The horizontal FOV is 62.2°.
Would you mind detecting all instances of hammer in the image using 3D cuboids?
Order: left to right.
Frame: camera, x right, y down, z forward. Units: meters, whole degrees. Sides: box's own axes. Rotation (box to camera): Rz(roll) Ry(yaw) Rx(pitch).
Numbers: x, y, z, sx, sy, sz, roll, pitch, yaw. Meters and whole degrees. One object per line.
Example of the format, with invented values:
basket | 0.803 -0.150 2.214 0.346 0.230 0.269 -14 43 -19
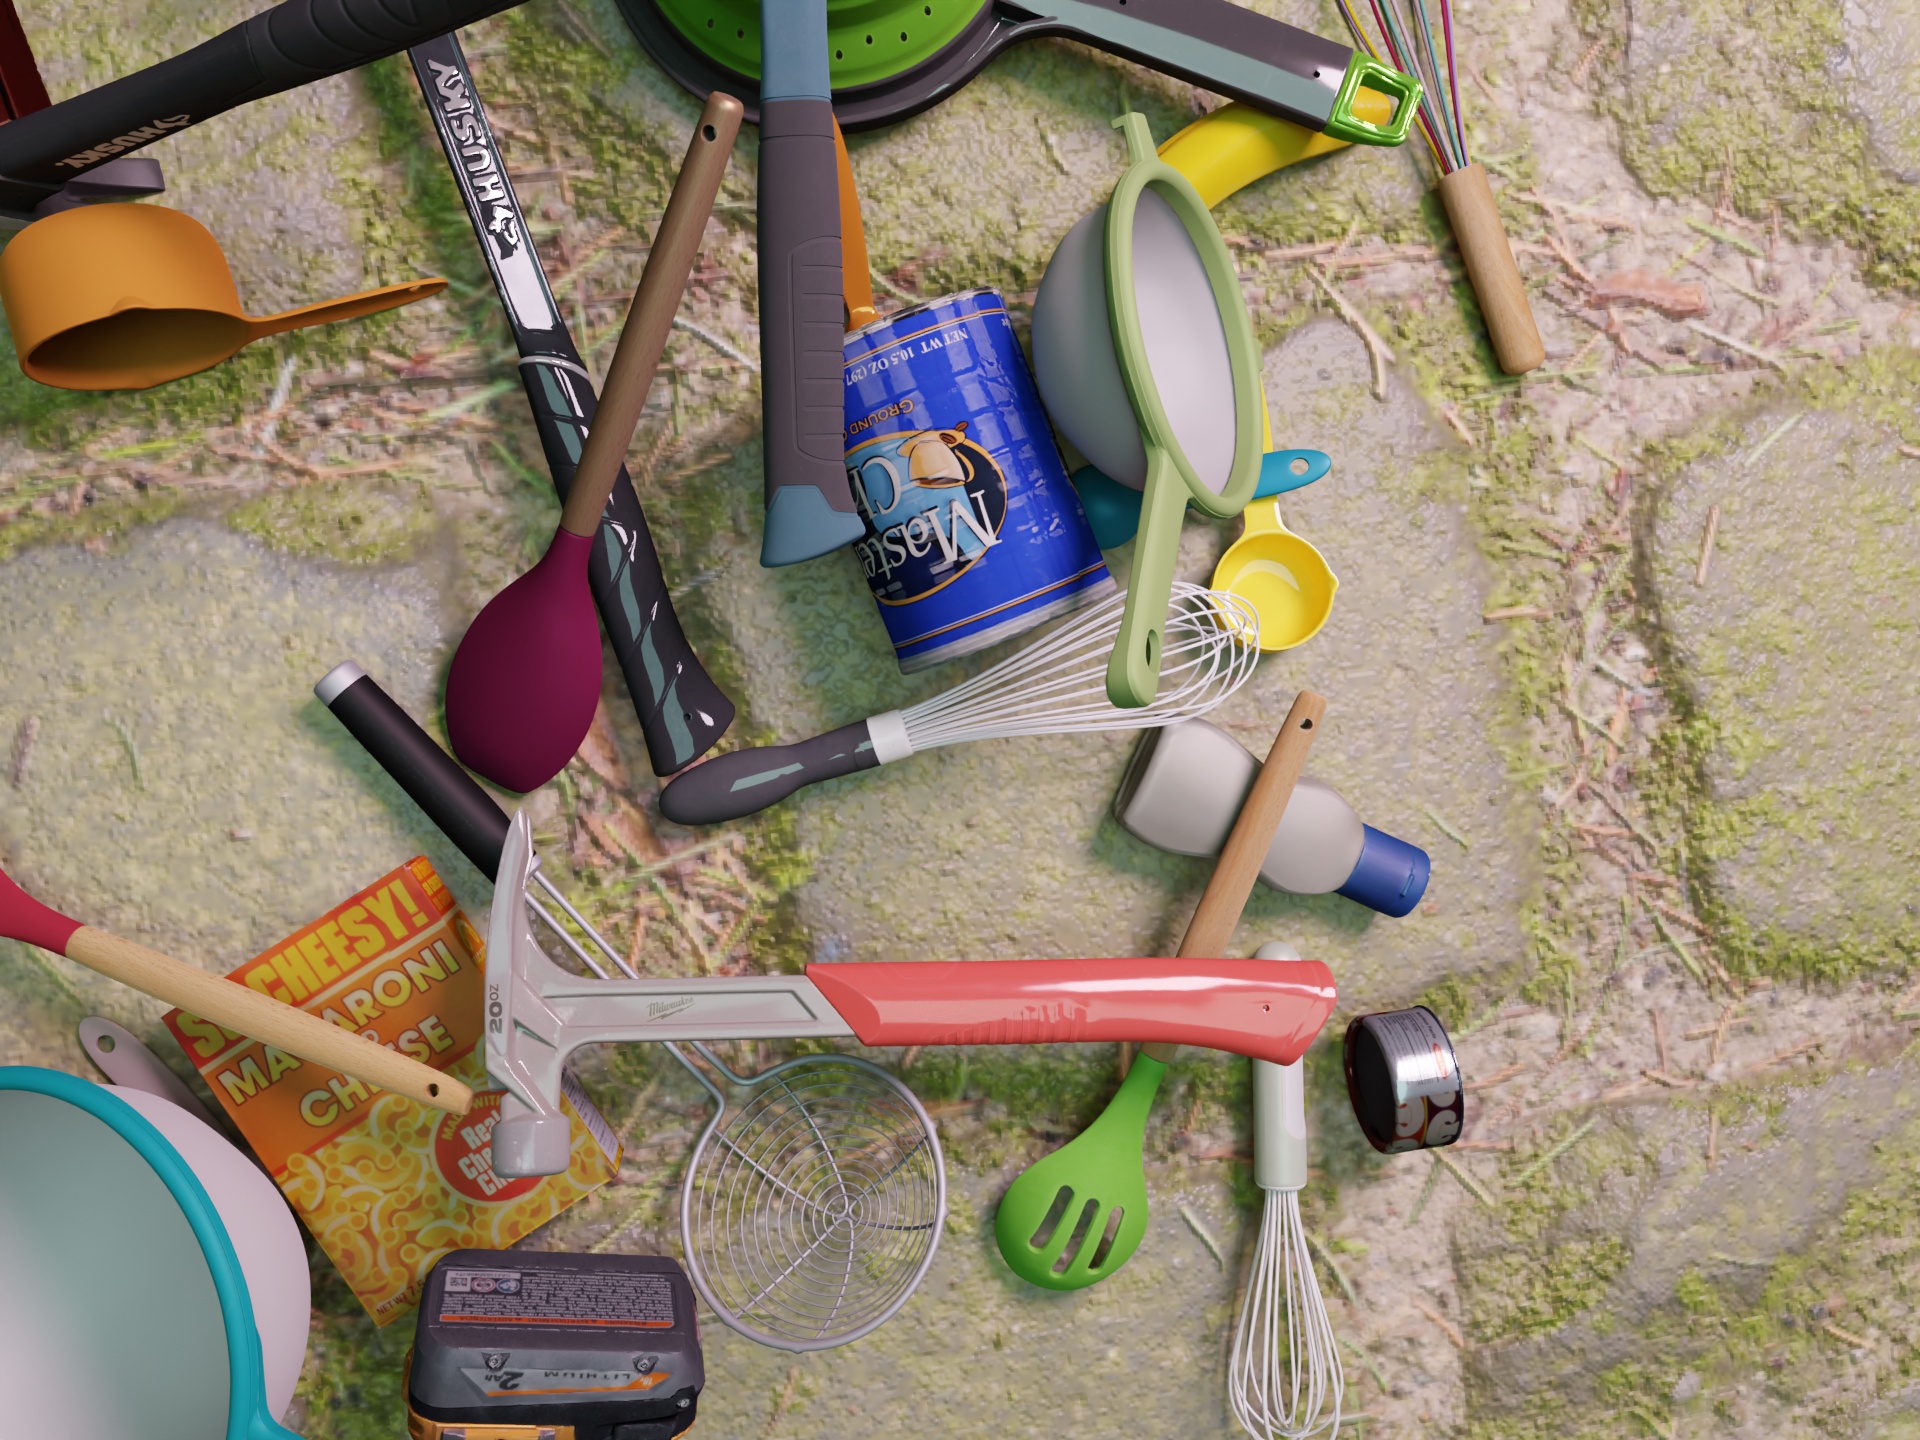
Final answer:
hammer | -0.256 -0.234 0.574 0.335 0.146 0.035 -8 95 25
hammer | -0.188 -0.170 0.691 0.149 0.036 0.409 -22 98 -23
hammer | -0.062 -0.225 0.616 0.128 0.033 0.331 2 100 12
hammer | -0.017 0.111 0.680 0.359 0.036 0.149 0 77 -9

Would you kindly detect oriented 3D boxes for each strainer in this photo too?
strainer | -0.288 0.258 0.640 0.340 0.095 0.211 19 99 16
strainer | 0.064 -0.111 0.653 0.151 0.069 0.257 48 44 -44

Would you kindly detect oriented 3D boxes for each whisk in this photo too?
whisk | -0.001 -0.003 0.719 0.284 0.070 0.070 -17 95 1
whisk | 0.154 0.229 0.761 0.057 0.059 0.246 1 88 -46
whisk | 0.232 -0.283 0.752 0.047 0.051 0.245 -24 98 -12

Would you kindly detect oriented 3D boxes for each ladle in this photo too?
ladle | -0.346 0.101 0.665 0.315 0.031 0.069 21 82 6

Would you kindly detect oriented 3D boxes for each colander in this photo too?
colander | 0.016 -0.335 0.670 0.397 0.094 0.204 20 91 -1

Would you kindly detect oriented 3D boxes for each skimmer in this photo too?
skimmer | -0.152 0.115 0.691 0.127 0.090 0.363 -42 97 -4

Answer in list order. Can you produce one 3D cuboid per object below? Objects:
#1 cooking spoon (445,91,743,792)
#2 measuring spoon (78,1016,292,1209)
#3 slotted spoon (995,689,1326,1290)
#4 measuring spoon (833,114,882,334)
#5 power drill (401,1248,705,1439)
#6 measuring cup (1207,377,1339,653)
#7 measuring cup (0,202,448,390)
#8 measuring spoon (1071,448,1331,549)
cooking spoon | -0.150 -0.101 0.653 0.069 0.017 0.318 28 115 2
measuring spoon | -0.346 0.178 0.705 0.034 0.018 0.124 -43 96 -4
slotted spoon | 0.098 0.131 0.733 0.070 0.031 0.313 22 98 -7
measuring spoon | -0.053 -0.219 0.708 0.021 0.011 0.116 -14 118 -1
power drill | -0.164 0.352 0.696 0.185 0.084 0.226 8 103 -16
measuring cup | 0.139 -0.108 0.760 0.062 0.029 0.156 -7 81 -2
measuring cup | -0.310 -0.189 0.672 0.173 0.095 0.052 -20 90 -25
measuring spoon | 0.107 -0.110 0.735 0.128 0.021 0.042 -11 79 7
